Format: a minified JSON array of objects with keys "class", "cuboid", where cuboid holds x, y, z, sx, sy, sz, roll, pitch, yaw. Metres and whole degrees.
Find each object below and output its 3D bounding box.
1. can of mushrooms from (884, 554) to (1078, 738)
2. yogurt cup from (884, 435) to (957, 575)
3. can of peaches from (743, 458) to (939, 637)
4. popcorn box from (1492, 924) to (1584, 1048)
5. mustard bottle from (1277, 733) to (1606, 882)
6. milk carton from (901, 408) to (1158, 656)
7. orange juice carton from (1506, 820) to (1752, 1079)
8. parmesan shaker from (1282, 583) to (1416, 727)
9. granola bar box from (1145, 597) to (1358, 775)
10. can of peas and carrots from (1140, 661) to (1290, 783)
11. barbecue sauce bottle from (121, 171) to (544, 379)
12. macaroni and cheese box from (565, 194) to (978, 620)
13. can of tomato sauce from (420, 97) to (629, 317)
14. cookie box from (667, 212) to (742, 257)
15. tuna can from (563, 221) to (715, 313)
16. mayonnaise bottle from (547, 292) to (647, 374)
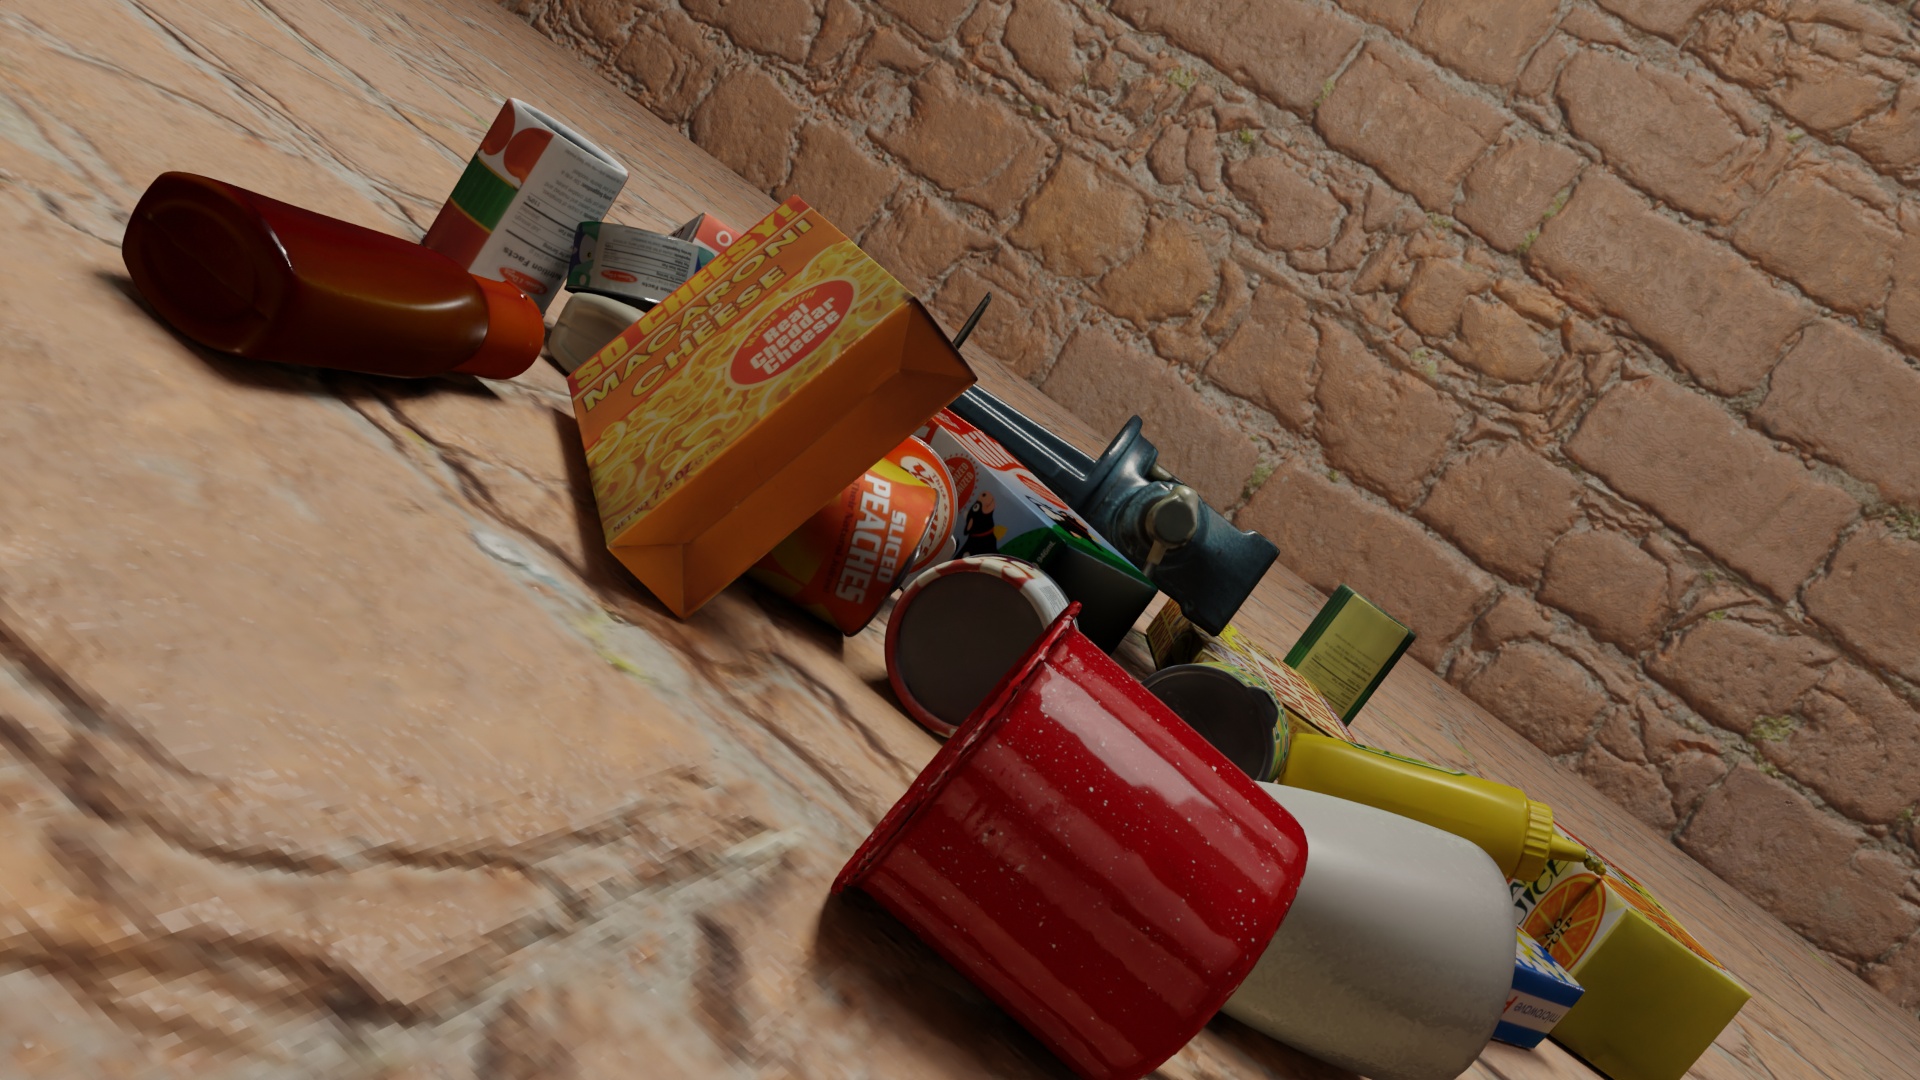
[{"class":"can of mushrooms","cuboid":[0.005,0.039,0.503,0.071,0.071,0.033,37,11,11]},{"class":"yogurt cup","cuboid":[-0.040,-0.011,0.593,0.072,0.072,0.054,36,18,5]},{"class":"can of peaches","cuboid":[-0.049,-0.006,0.521,0.058,0.071,0.071,32,10,-13]},{"class":"popcorn box","cuboid":[0.204,0.170,0.606,0.126,0.038,0.085,27,14,-39]},{"class":"mustard bottle","cuboid":[0.240,0.138,0.697,0.160,0.049,0.065,14,-6,12]},{"class":"milk carton","cuboid":[0.002,-0.009,0.685,0.073,0.072,0.191,25,14,-43]},{"class":"orange juice carton","cuboid":[0.328,0.207,0.738,0.072,0.073,0.193,35,10,2]},{"class":"parmesan shaker","cuboid":[0.276,0.092,1.011,0.071,0.103,0.071,34,9,-6]},{"class":"granola bar box","cuboid":[0.184,0.096,0.880,0.124,0.039,0.166,34,10,-4]},{"class":"can of peas and carrots","cuboid":[0.108,0.084,0.601,0.071,0.071,0.059,38,10,18]},{"class":"barbecue sauce bottle","cuboid":[-0.195,-0.079,0.462,0.065,0.043,0.148,37,10,12]},{"class":"macaroni and cheese box","cuboid":[-0.077,-0.057,0.502,0.040,0.124,0.167,51,0,-31]},{"class":"can of tomato sauce","cuboid":[-0.212,-0.162,0.675,0.071,0.083,0.071,34,9,-6]},{"class":"cookie box","cuboid":[-0.103,-0.112,0.785,0.167,0.040,0.123,30,-16,-26]},{"class":"tuna can","cuboid":[-0.152,-0.127,0.660,0.071,0.033,0.071,12,2,0]},{"class":"mayonnaise bottle","cuboid":[-0.134,-0.084,0.681,0.065,0.041,0.148,30,8,17]}]
